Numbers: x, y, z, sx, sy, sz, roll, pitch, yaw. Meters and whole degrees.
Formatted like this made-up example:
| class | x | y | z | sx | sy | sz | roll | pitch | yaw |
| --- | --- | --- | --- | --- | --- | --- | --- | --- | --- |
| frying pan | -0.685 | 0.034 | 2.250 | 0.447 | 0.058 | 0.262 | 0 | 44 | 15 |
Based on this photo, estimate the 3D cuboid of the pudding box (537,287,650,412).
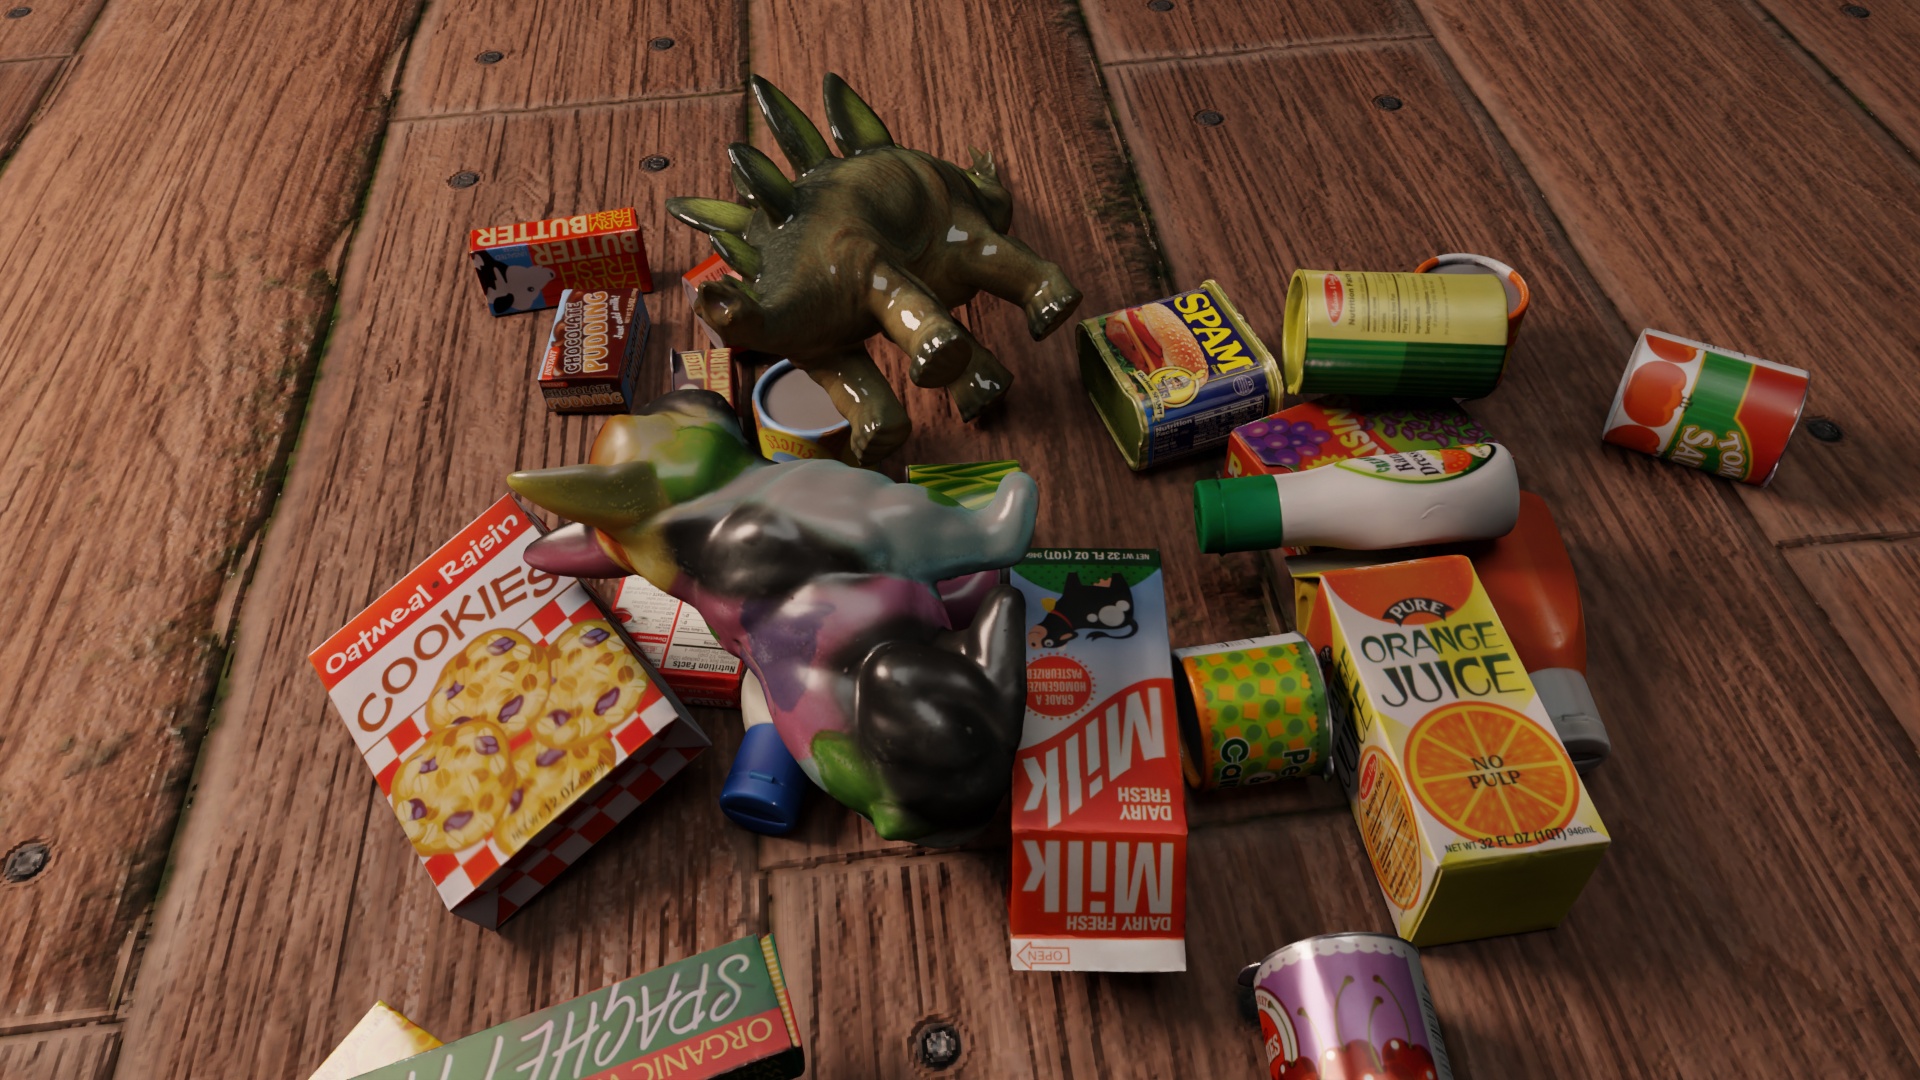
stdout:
| class | x | y | z | sx | sy | sz | roll | pitch | yaw |
| --- | --- | --- | --- | --- | --- | --- | --- | --- | --- |
| pudding box | -0.218 | -0.114 | 0.830 | 0.050 | 0.030 | 0.084 | -1 | 48 | 2 |

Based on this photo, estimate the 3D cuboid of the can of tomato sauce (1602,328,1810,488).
| class | x | y | z | sx | sy | sz | roll | pitch | yaw |
| --- | --- | --- | --- | --- | --- | --- | --- | --- | --- |
| can of tomato sauce | 0.401 | -0.071 | 0.752 | 0.083 | 0.070 | 0.071 | 21 | 52 | 20 |

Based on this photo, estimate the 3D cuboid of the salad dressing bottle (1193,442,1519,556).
| class | x | y | z | sx | sy | sz | roll | pitch | yaw |
| --- | --- | --- | --- | --- | --- | --- | --- | --- | --- |
| salad dressing bottle | 0.189 | -0.018 | 0.671 | 0.148 | 0.043 | 0.064 | -6 | 18 | 3 |

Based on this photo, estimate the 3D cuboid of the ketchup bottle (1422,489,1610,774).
| class | x | y | z | sx | sy | sz | roll | pitch | yaw |
| --- | --- | --- | --- | --- | --- | --- | --- | --- | --- |
| ketchup bottle | 0.271 | 0.041 | 0.670 | 0.065 | 0.043 | 0.149 | -3 | 49 | 1 |

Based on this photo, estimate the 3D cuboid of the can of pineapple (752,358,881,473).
| class | x | y | z | sx | sy | sz | roll | pitch | yaw |
| --- | --- | --- | --- | --- | --- | --- | --- | --- | --- |
| can of pineapple | -0.079 | -0.059 | 0.759 | 0.071 | 0.057 | 0.071 | -1 | 49 | 1 |

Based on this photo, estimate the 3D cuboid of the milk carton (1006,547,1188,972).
| class | x | y | z | sx | sy | sz | roll | pitch | yaw |
| --- | --- | --- | --- | --- | --- | --- | --- | --- | --- |
| milk carton | 0.056 | 0.097 | 0.608 | 0.072 | 0.073 | 0.191 | 0 | 49 | 1 |

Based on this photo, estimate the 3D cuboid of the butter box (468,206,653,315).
| class | x | y | z | sx | sy | sz | roll | pitch | yaw |
| --- | --- | --- | --- | --- | --- | --- | --- | --- | --- |
| butter box | -0.248 | -0.174 | 0.869 | 0.103 | 0.052 | 0.024 | -10 | 51 | -7 |

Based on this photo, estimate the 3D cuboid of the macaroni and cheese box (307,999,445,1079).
| class | x | y | z | sx | sy | sz | roll | pitch | yaw |
| --- | --- | --- | --- | --- | --- | --- | --- | --- | --- |
| macaroni and cheese box | -0.187 | 0.261 | 0.492 | 0.166 | 0.040 | 0.124 | 23 | 54 | 21 |

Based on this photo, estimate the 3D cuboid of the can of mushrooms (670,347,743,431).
| class | x | y | z | sx | sy | sz | roll | pitch | yaw |
| --- | --- | --- | --- | --- | --- | --- | --- | --- | --- |
| can of mushrooms | -0.139 | -0.075 | 0.766 | 0.033 | 0.070 | 0.071 | -4 | 49 | -4 |

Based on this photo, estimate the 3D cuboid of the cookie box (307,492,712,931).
| class | x | y | z | sx | sy | sz | roll | pitch | yaw |
| --- | --- | --- | --- | --- | --- | --- | --- | --- | --- |
| cookie box | -0.210 | 0.073 | 0.639 | 0.123 | 0.040 | 0.168 | -41 | 57 | -8 |

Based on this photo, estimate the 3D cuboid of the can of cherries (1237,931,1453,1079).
| class | x | y | z | sx | sy | sz | roll | pitch | yaw |
| --- | --- | --- | --- | --- | --- | --- | --- | --- | --- |
| can of cherries | 0.146 | 0.190 | 0.529 | 0.071 | 0.071 | 0.059 | -3 | 50 | -1 |

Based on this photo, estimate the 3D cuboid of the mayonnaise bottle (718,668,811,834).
| class | x | y | z | sx | sy | sz | roll | pitch | yaw |
| --- | --- | --- | --- | --- | --- | --- | --- | --- | --- |
| mayonnaise bottle | -0.072 | 0.066 | 0.661 | 0.065 | 0.041 | 0.149 | 14 | 52 | 6 |

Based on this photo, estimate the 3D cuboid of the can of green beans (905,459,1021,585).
| class | x | y | z | sx | sy | sz | roll | pitch | yaw |
| --- | --- | --- | --- | --- | --- | --- | --- | --- | --- |
| can of green beans | 0.003 | -0.007 | 0.706 | 0.058 | 0.071 | 0.071 | -4 | 49 | -2 |

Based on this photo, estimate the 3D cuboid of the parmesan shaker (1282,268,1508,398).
| class | x | y | z | sx | sy | sz | roll | pitch | yaw |
| --- | --- | --- | --- | --- | --- | --- | --- | --- | --- |
| parmesan shaker | 0.228 | -0.106 | 0.736 | 0.103 | 0.071 | 0.072 | 3 | 49 | 3 |

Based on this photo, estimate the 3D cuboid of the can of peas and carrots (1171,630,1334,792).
| class | x | y | z | sx | sy | sz | roll | pitch | yaw |
| --- | --- | --- | --- | --- | --- | --- | --- | --- | --- |
| can of peas and carrots | 0.129 | 0.080 | 0.627 | 0.059 | 0.070 | 0.071 | -8 | 49 | -4 |

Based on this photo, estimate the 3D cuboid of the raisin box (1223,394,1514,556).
| class | x | y | z | sx | sy | sz | roll | pitch | yaw |
| --- | --- | --- | --- | --- | --- | --- | --- | --- | --- |
| raisin box | 0.217 | -0.040 | 0.746 | 0.124 | 0.039 | 0.086 | -20 | 52 | -15 |

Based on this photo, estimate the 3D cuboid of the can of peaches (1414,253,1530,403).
| class | x | y | z | sx | sy | sz | roll | pitch | yaw |
| --- | --- | --- | --- | --- | --- | --- | --- | --- | --- |
| can of peaches | 0.289 | -0.123 | 0.805 | 0.071 | 0.057 | 0.071 | -1 | 48 | 1 |

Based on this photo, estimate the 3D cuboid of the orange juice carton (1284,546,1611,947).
| class | x | y | z | sx | sy | sz | roll | pitch | yaw |
| --- | --- | --- | --- | --- | --- | --- | --- | --- | --- |
| orange juice carton | 0.206 | 0.075 | 0.624 | 0.072 | 0.072 | 0.193 | -7 | 48 | -4 |

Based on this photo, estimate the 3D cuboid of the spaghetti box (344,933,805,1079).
| class | x | y | z | sx | sy | sz | roll | pitch | yaw |
| --- | --- | --- | --- | --- | --- | --- | --- | --- | --- |
| spaghetti box | -0.180 | 0.207 | 0.492 | 0.251 | 0.028 | 0.050 | -17 | 49 | -13 |

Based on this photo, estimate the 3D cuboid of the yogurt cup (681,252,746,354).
| class | x | y | z | sx | sy | sz | roll | pitch | yaw |
| --- | --- | --- | --- | --- | --- | --- | --- | --- | --- |
| yogurt cup | -0.131 | -0.146 | 0.835 | 0.054 | 0.072 | 0.072 | -31 | 54 | -13 |
